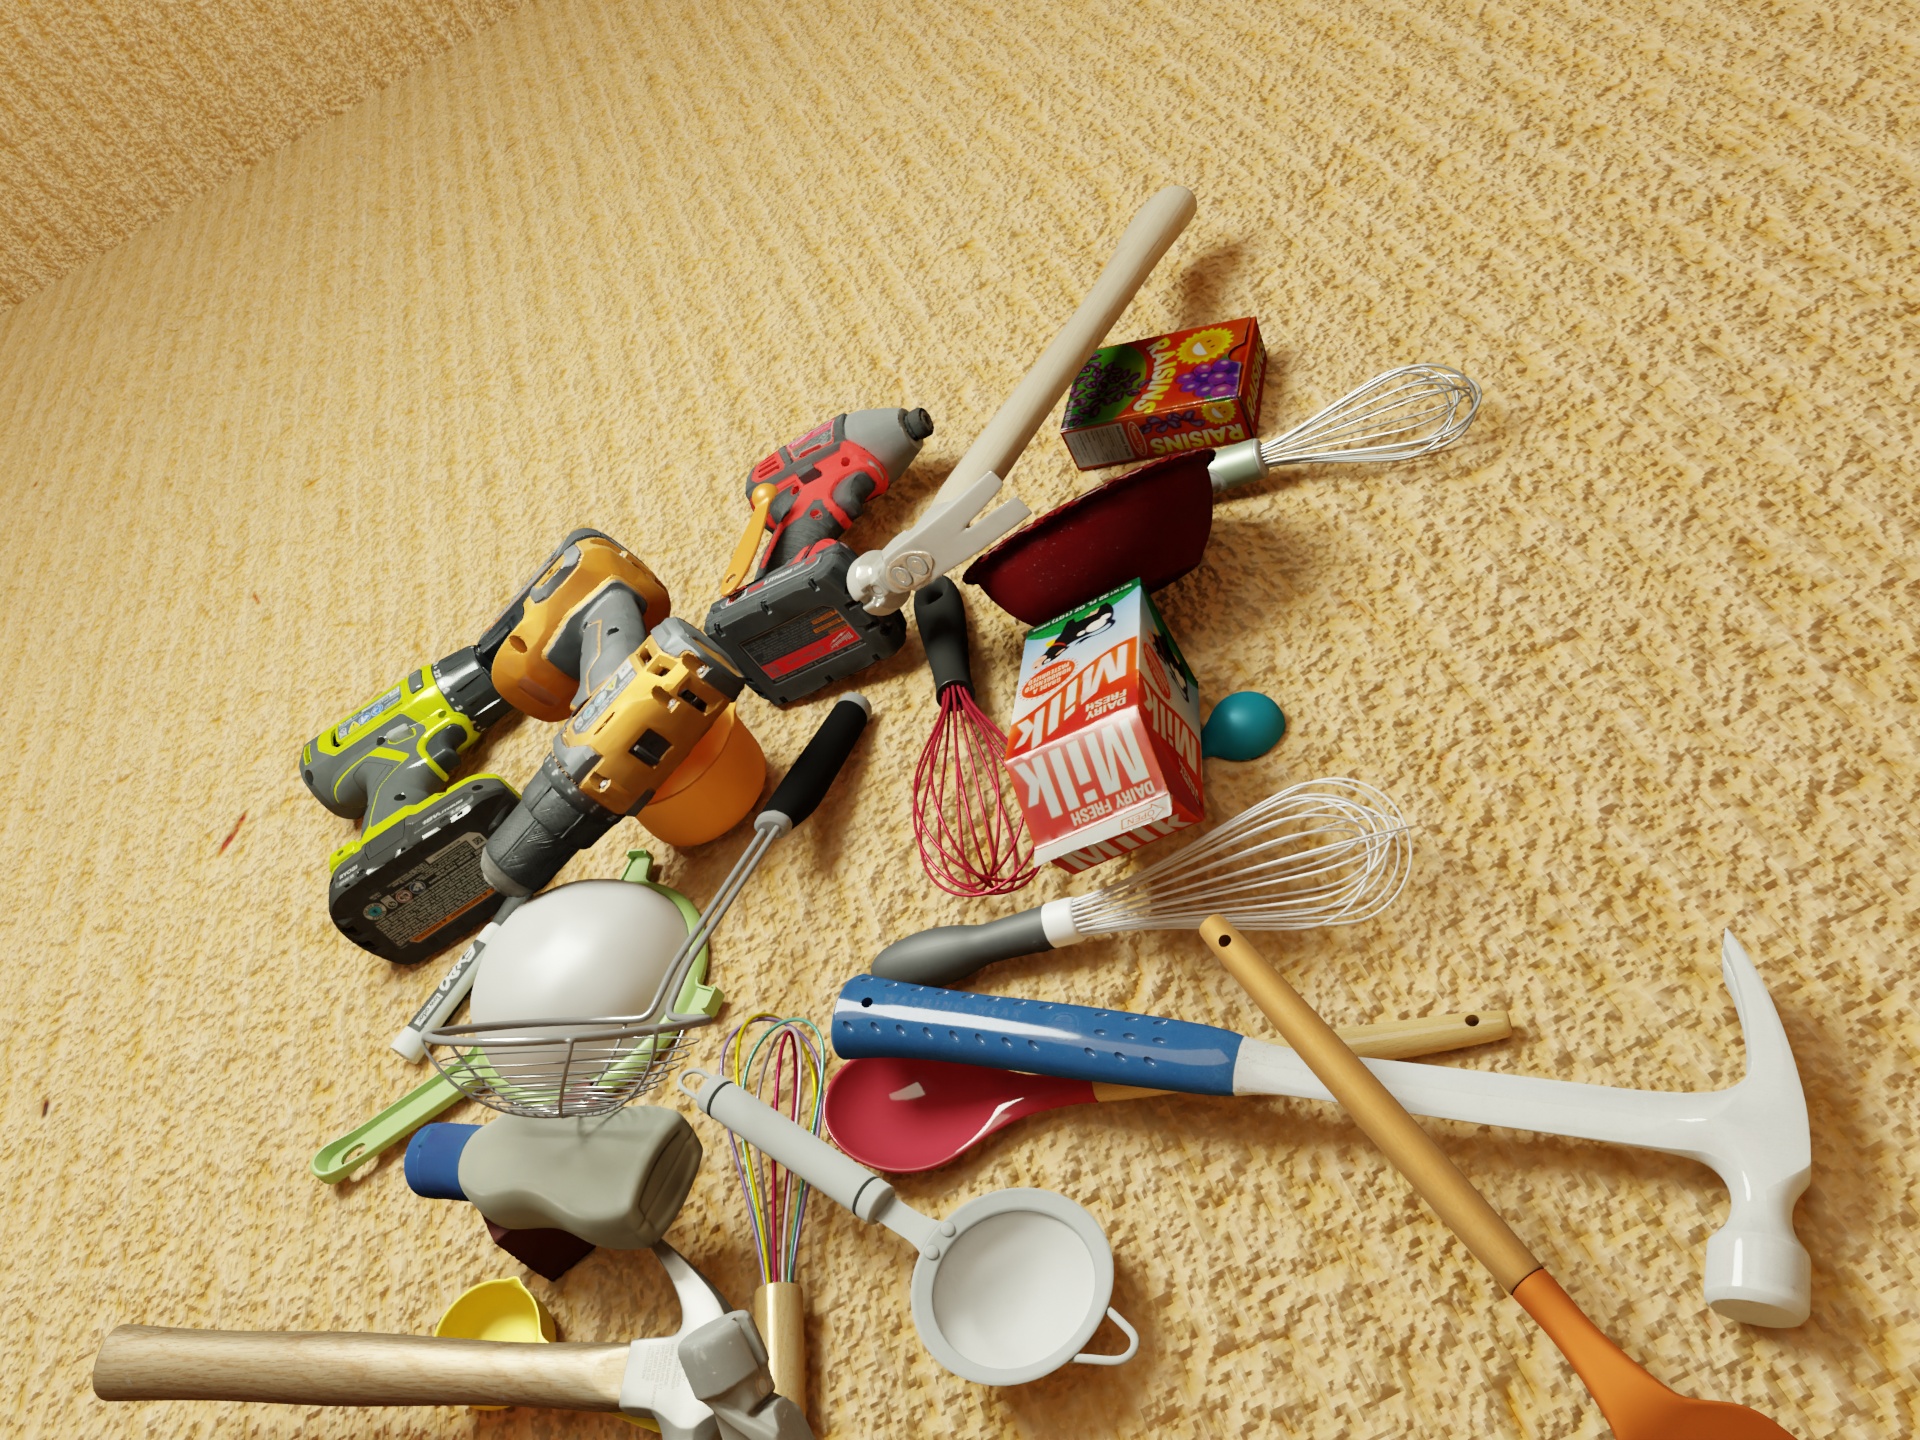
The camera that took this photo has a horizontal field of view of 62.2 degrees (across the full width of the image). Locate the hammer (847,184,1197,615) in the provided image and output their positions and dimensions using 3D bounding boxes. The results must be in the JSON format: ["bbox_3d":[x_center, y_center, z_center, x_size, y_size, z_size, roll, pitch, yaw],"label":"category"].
[{"bbox_3d":[0.069,-0.229,1.002,0.146,0.038,0.411,-28,24,51],"label":"hammer"}]

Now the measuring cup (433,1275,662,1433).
[{"bbox_3d":[-0.177,0.308,0.743,0.156,0.029,0.062,9,57,23],"label":"measuring cup"}]

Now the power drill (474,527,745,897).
[{"bbox_3d":[-0.232,-0.007,0.964,0.185,0.084,0.226,-48,35,3],"label":"power drill"}]

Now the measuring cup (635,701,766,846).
[{"bbox_3d":[-0.179,0.018,1.002,0.095,0.052,0.174,-39,35,-6],"label":"measuring cup"}]

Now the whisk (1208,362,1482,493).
[{"bbox_3d":[0.188,-0.159,0.955,0.246,0.057,0.059,-15,42,26],"label":"whisk"}]

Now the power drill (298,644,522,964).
[{"bbox_3d":[-0.345,0.037,1.063,0.190,0.080,0.229,-33,38,0],"label":"power drill"}]

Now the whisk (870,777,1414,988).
[{"bbox_3d":[0.080,0.090,0.772,0.284,0.070,0.070,-18,43,21],"label":"whisk"}]

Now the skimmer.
[{"bbox_3d":[-0.134,0.070,0.827,0.127,0.090,0.363,-7,32,28],"label":"skimmer"}]

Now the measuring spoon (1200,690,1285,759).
[{"bbox_3d":[0.109,0.014,0.849,0.128,0.021,0.042,-21,42,10],"label":"measuring spoon"}]

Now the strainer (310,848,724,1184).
[{"bbox_3d":[-0.266,0.167,0.891,0.256,0.069,0.152,-34,41,-5],"label":"strainer"}]

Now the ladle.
[{"bbox_3d":[0.086,0.160,0.720,0.315,0.031,0.069,-13,48,18],"label":"ladle"}]

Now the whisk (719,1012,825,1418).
[{"bbox_3d":[-0.080,0.242,0.733,0.051,0.047,0.245,-14,48,8],"label":"whisk"}]

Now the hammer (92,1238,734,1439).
[{"bbox_3d":[-0.255,0.298,0.735,0.331,0.031,0.130,-4,52,15],"label":"hammer"}]

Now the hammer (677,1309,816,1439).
[{"bbox_3d":[-0.204,0.365,0.660,0.359,0.036,0.149,-25,83,20],"label":"hammer"}]

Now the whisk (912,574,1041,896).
[{"bbox_3d":[-0.001,-0.003,0.911,0.073,0.073,0.296,-23,36,9],"label":"whisk"}]

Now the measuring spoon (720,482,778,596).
[{"bbox_3d":[-0.138,-0.118,1.020,0.021,0.011,0.117,-22,35,27],"label":"measuring spoon"}]

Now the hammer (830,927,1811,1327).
[{"bbox_3d":[0.131,0.142,0.672,0.405,0.035,0.144,2,55,27],"label":"hammer"}]

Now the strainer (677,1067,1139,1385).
[{"bbox_3d":[-0.030,0.214,0.696,0.259,0.050,0.087,24,56,30],"label":"strainer"}]

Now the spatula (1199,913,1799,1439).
[{"bbox_3d":[0.189,0.186,0.576,0.081,0.041,0.323,-42,51,3],"label":"spatula"}]

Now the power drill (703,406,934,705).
[{"bbox_3d":[-0.086,-0.124,1.055,0.143,0.078,0.220,-23,38,24],"label":"power drill"}]
